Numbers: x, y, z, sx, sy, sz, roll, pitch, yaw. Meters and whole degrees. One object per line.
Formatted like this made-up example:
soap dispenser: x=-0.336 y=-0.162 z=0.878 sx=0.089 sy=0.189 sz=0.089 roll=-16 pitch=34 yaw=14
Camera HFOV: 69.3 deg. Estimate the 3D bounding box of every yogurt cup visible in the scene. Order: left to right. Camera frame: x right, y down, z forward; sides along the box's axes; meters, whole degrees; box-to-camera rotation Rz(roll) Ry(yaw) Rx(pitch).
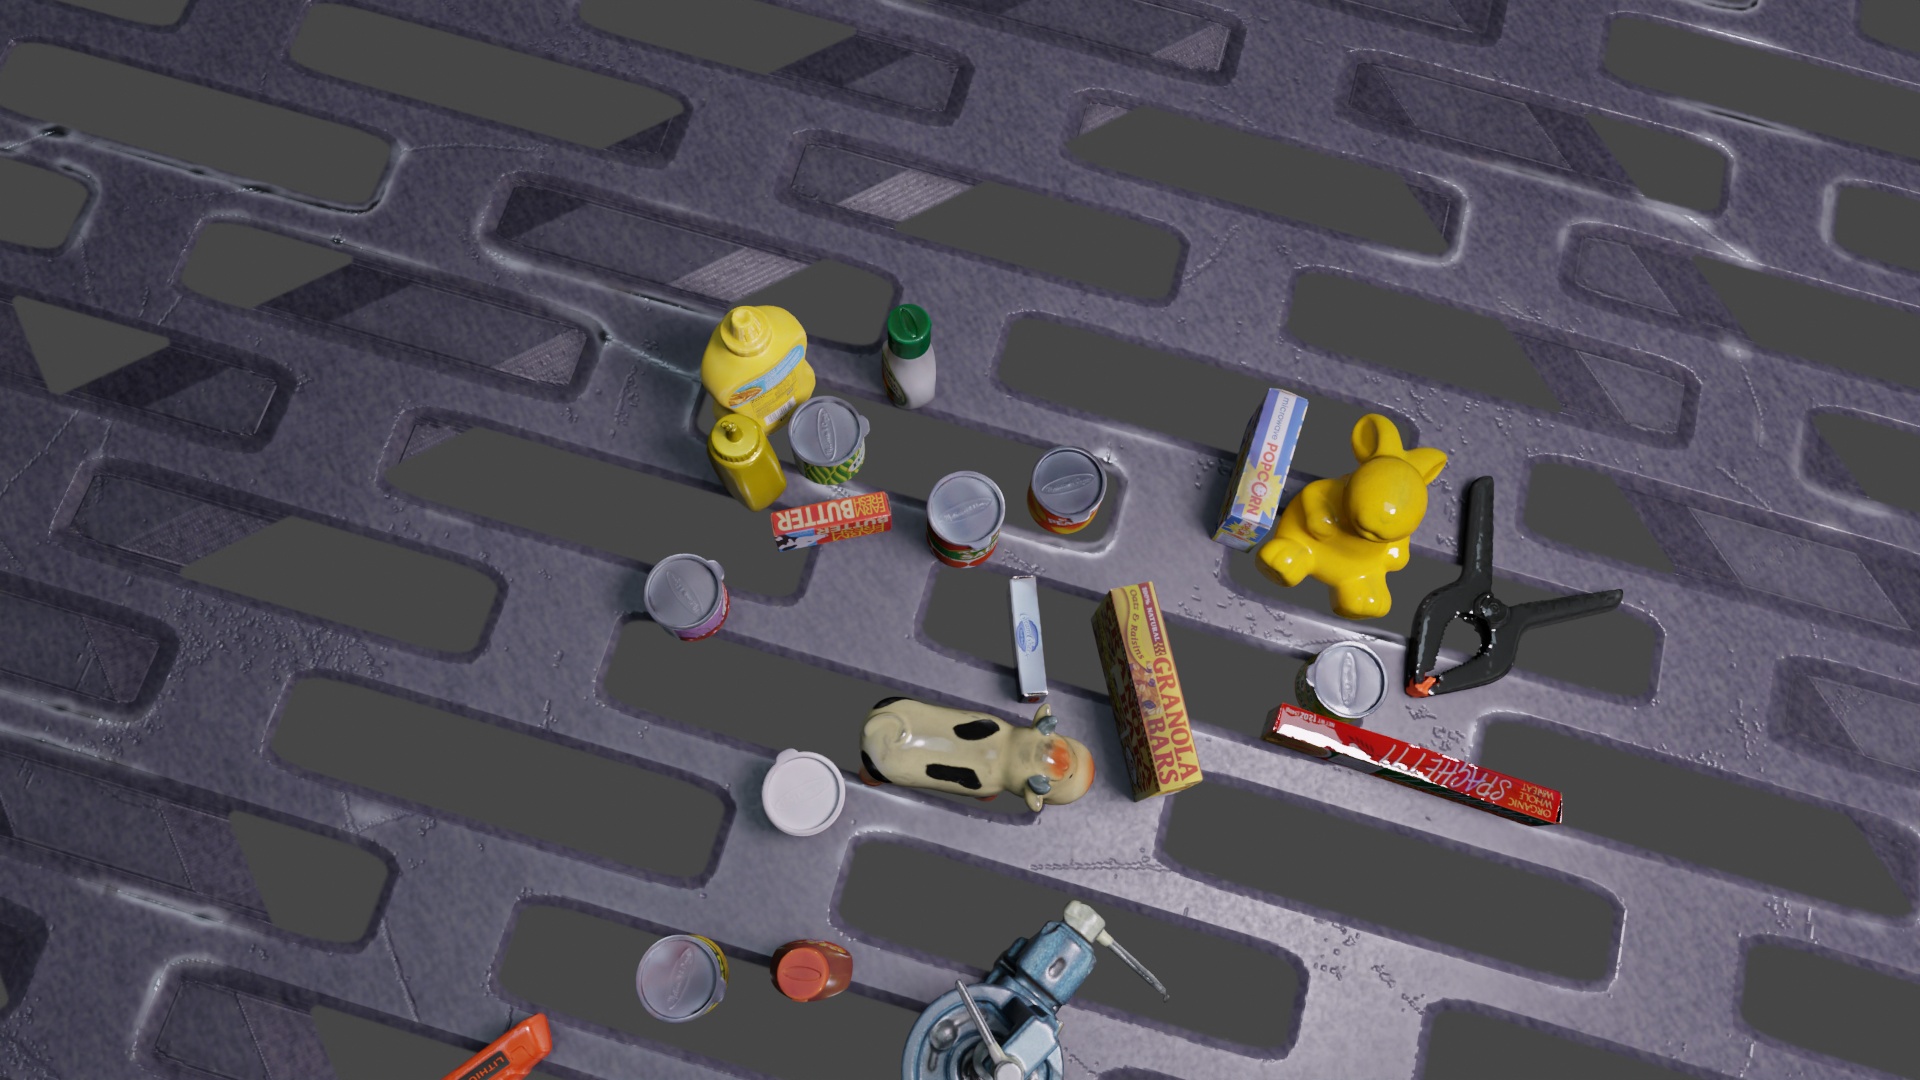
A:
yogurt cup: x=-0.129 y=0.212 z=1.155 sx=0.072 sy=0.053 sz=0.072 roll=1 pitch=75 yaw=-2

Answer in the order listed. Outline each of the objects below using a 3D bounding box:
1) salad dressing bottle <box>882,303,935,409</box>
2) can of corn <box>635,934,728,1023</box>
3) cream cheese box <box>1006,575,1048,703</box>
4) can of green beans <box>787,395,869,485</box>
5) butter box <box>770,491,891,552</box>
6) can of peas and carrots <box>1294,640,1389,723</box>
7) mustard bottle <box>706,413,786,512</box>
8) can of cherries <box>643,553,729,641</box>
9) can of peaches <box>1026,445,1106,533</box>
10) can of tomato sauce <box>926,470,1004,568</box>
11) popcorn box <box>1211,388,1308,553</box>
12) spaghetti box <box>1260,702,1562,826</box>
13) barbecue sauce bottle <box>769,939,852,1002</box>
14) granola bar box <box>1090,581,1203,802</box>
salad dressing bottle: x=-0.045 y=-0.161 z=1.213 sx=0.044 sy=0.147 sz=0.064 roll=-22 pitch=77 yaw=-8
can of corn: x=-0.219 y=0.350 z=1.111 sx=0.071 sy=0.058 sz=0.071 roll=1 pitch=75 yaw=-2
cream cheese box: x=0.057 y=0.087 z=1.198 sx=0.024 sy=0.053 sz=0.104 roll=-5 pitch=75 yaw=-3
can of green beans: x=-0.118 y=-0.088 z=1.237 sx=0.071 sy=0.057 sz=0.071 roll=1 pitch=75 yaw=-2
butter box: x=-0.113 y=-0.017 z=1.219 sx=0.103 sy=0.053 sz=0.024 roll=-11 pitch=76 yaw=-5
can of peas and carrots: x=0.325 y=0.124 z=1.195 sx=0.071 sy=0.058 sz=0.071 roll=1 pitch=75 yaw=-2
mustard bottle: x=-0.184 y=-0.072 z=1.176 sx=0.049 sy=0.160 sz=0.065 roll=-41 pitch=80 yaw=-12
can of cherries: x=-0.232 y=0.049 z=1.194 sx=0.071 sy=0.058 sz=0.071 roll=1 pitch=75 yaw=-2
can of peaches: x=0.094 y=-0.042 z=1.232 sx=0.071 sy=0.058 sz=0.071 roll=1 pitch=75 yaw=-2
can of tomato sauce: x=0.004 y=-0.015 z=1.208 sx=0.071 sy=0.083 sz=0.071 roll=1 pitch=75 yaw=-2
popcorn box: x=0.265 y=-0.061 z=1.231 sx=0.038 sy=0.085 sz=0.127 roll=19 pitch=75 yaw=3
spaghetti box: x=0.383 y=0.192 z=1.183 sx=0.250 sy=0.050 sz=0.029 roll=18 pitch=75 yaw=3
barbecue sauce bottle: x=-0.117 y=0.332 z=1.073 sx=0.065 sy=0.148 sz=0.044 roll=6 pitch=75 yaw=-1
granola bar box: x=0.153 y=0.128 z=1.153 sx=0.039 sy=0.124 sz=0.166 roll=-11 pitch=75 yaw=-5
